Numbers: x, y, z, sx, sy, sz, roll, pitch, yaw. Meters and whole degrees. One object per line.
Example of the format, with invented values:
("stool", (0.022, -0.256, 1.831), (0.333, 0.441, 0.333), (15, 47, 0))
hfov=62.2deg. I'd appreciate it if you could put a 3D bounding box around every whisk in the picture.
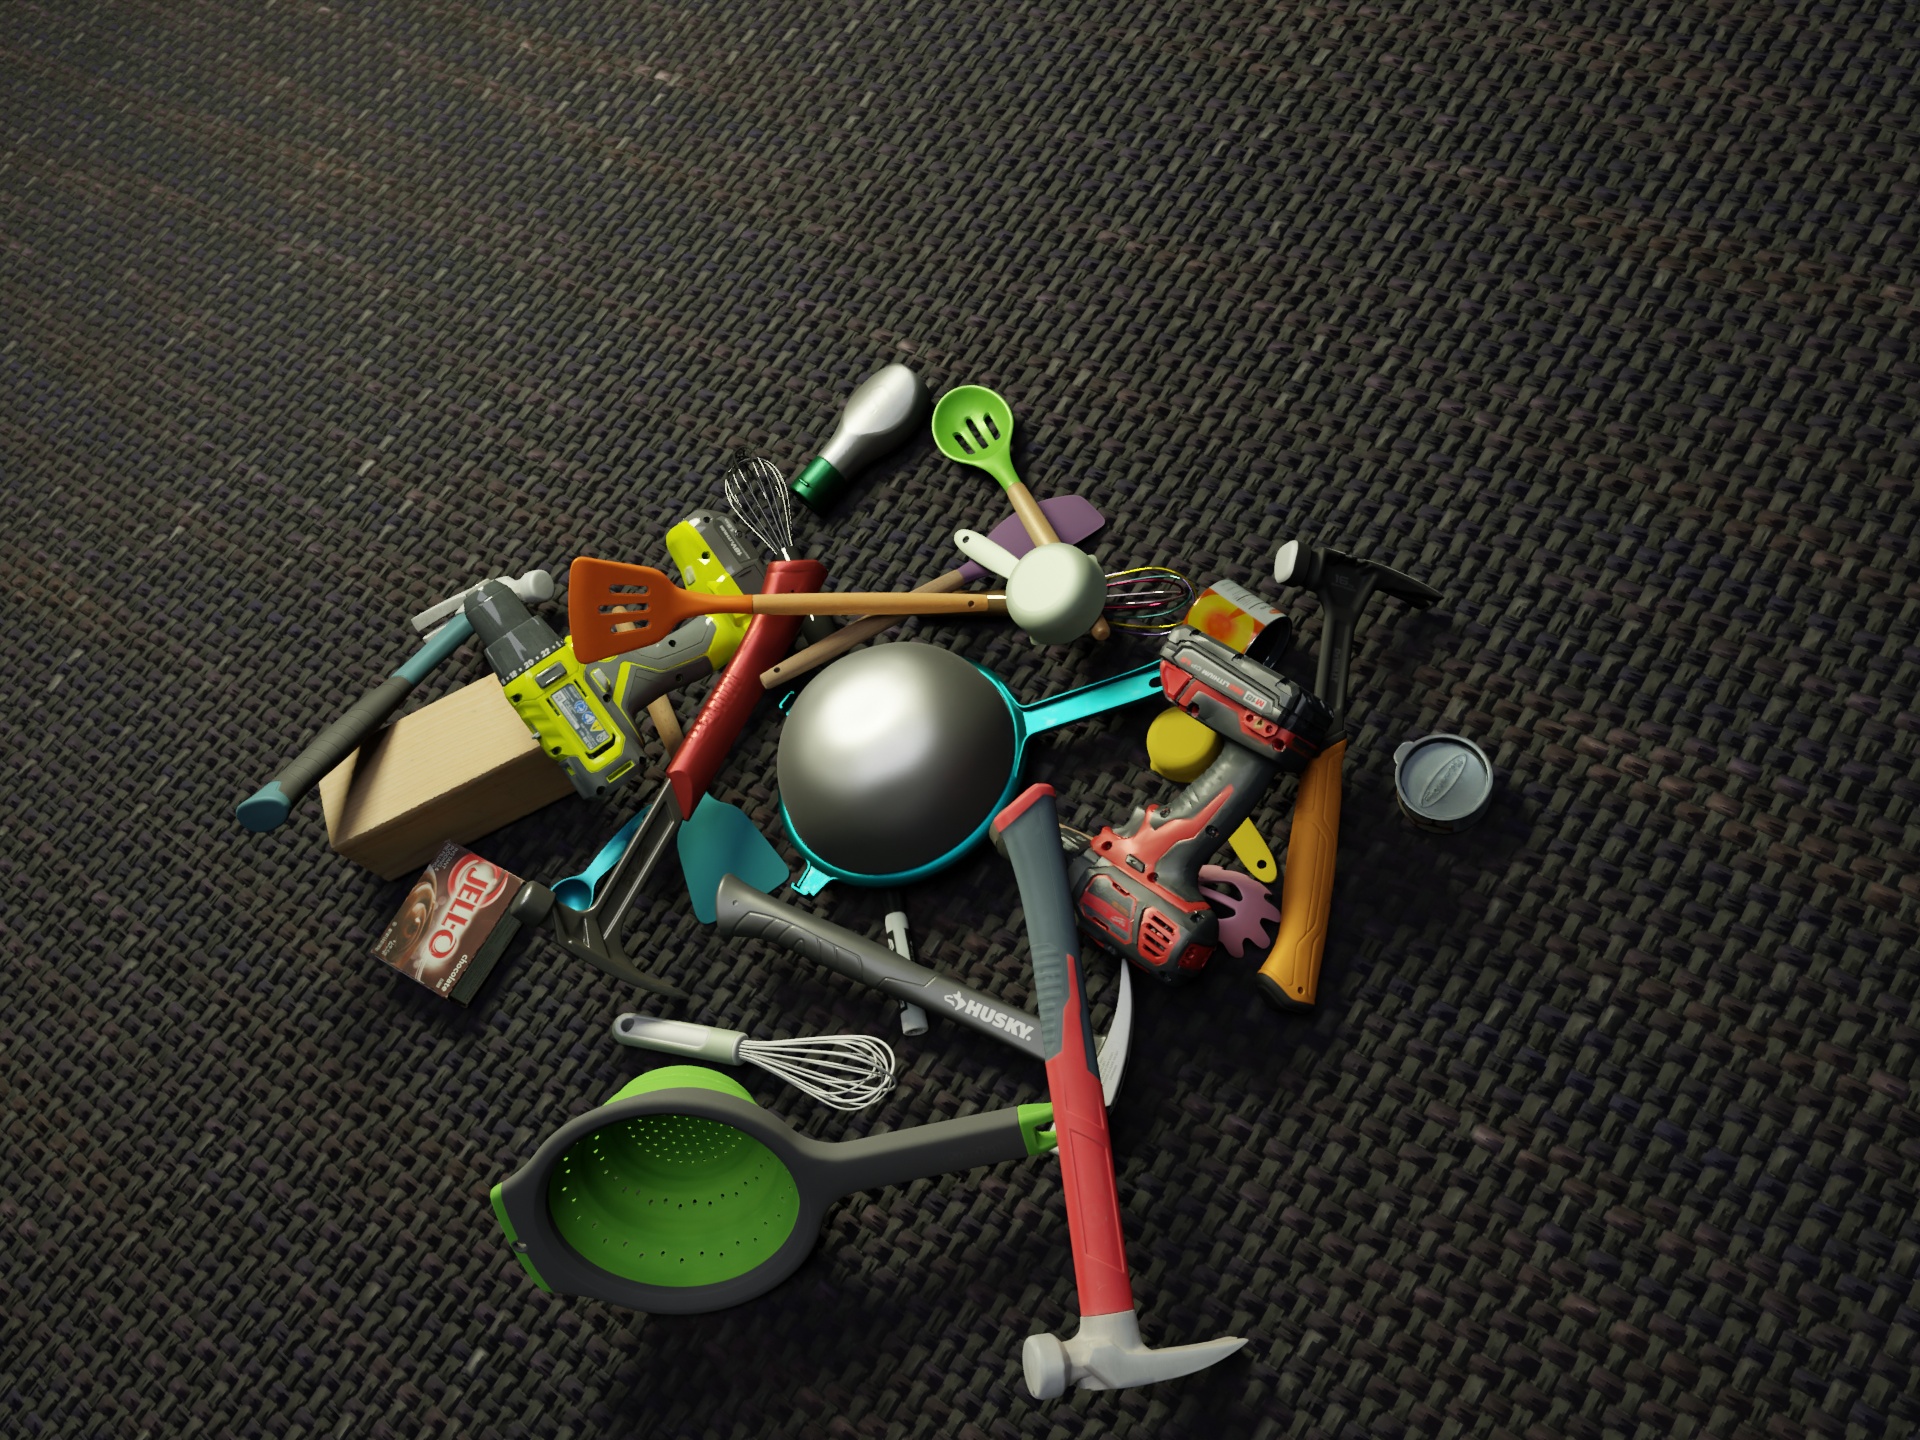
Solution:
("whisk", (-0.151, -0.140, 1.369), (0.055, 0.055, 0.239), (-27, 65, 4))
("whisk", (0.072, -0.099, 1.279), (0.245, 0.047, 0.051), (1, 59, 22))
("whisk", (-0.157, 0.247, 1.187), (0.246, 0.059, 0.058), (4, 55, 24))

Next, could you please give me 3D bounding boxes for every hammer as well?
("hammer", (-0.478, -0.022, 1.334), (0.128, 0.033, 0.331), (-9, 32, 33))
("hammer", (-0.195, 0.032, 1.245), (0.359, 0.149, 0.037), (-61, 20, -13))
("hammer", (0.089, 0.230, 1.049), (0.143, 0.038, 0.386), (-2, 73, -17))
("hammer", (-0.032, 0.186, 1.157), (0.335, 0.035, 0.146), (22, 74, 17))
("hammer", (0.265, 0.043, 1.137), (0.127, 0.034, 0.337), (15, 75, -13))

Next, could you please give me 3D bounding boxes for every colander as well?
("colander", (-0.118, 0.294, 1.110), (0.397, 0.204, 0.095), (-13, 30, 4))

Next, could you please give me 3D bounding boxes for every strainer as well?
("strainer", (-0.002, -0.004, 1.206), (0.340, 0.095, 0.211), (-18, 53, 14))

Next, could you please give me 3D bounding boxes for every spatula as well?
("spatula", (-0.238, 0.021, 1.333), (0.082, 0.044, 0.318), (-30, 56, 1))
("spatula", (-0.136, -0.088, 1.228), (0.322, 0.041, 0.081), (-1, 100, -10))
("spatula", (-0.023, -0.105, 1.283), (0.316, 0.018, 0.060), (-30, 56, -17))

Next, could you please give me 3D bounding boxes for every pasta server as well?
("pasta server", (0.088, 0.095, 1.193), (0.316, 0.040, 0.060), (20, 73, 29))

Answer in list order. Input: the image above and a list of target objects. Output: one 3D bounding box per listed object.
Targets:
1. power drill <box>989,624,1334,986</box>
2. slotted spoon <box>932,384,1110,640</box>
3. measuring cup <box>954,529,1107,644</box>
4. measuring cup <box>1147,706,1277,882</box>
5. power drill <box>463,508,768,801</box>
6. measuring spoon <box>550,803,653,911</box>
("power drill", (0.135, 0.049, 1.118), (0.188, 0.080, 0.226), (33, 97, 32))
("slotted spoon", (0.053, -0.172, 1.300), (0.070, 0.031, 0.314), (-30, 51, 3))
("measuring cup", (0.042, -0.119, 1.238), (0.168, 0.038, 0.083), (36, 91, 39))
("measuring cup", (0.189, 0.053, 1.176), (0.062, 0.029, 0.157), (-30, 59, 2))
("power drill", (-0.265, -0.072, 1.281), (0.228, 0.080, 0.190), (-37, 99, -23))
("measuring spoon", (-0.288, 0.120, 1.309), (0.042, 0.021, 0.128), (31, 69, 28))
